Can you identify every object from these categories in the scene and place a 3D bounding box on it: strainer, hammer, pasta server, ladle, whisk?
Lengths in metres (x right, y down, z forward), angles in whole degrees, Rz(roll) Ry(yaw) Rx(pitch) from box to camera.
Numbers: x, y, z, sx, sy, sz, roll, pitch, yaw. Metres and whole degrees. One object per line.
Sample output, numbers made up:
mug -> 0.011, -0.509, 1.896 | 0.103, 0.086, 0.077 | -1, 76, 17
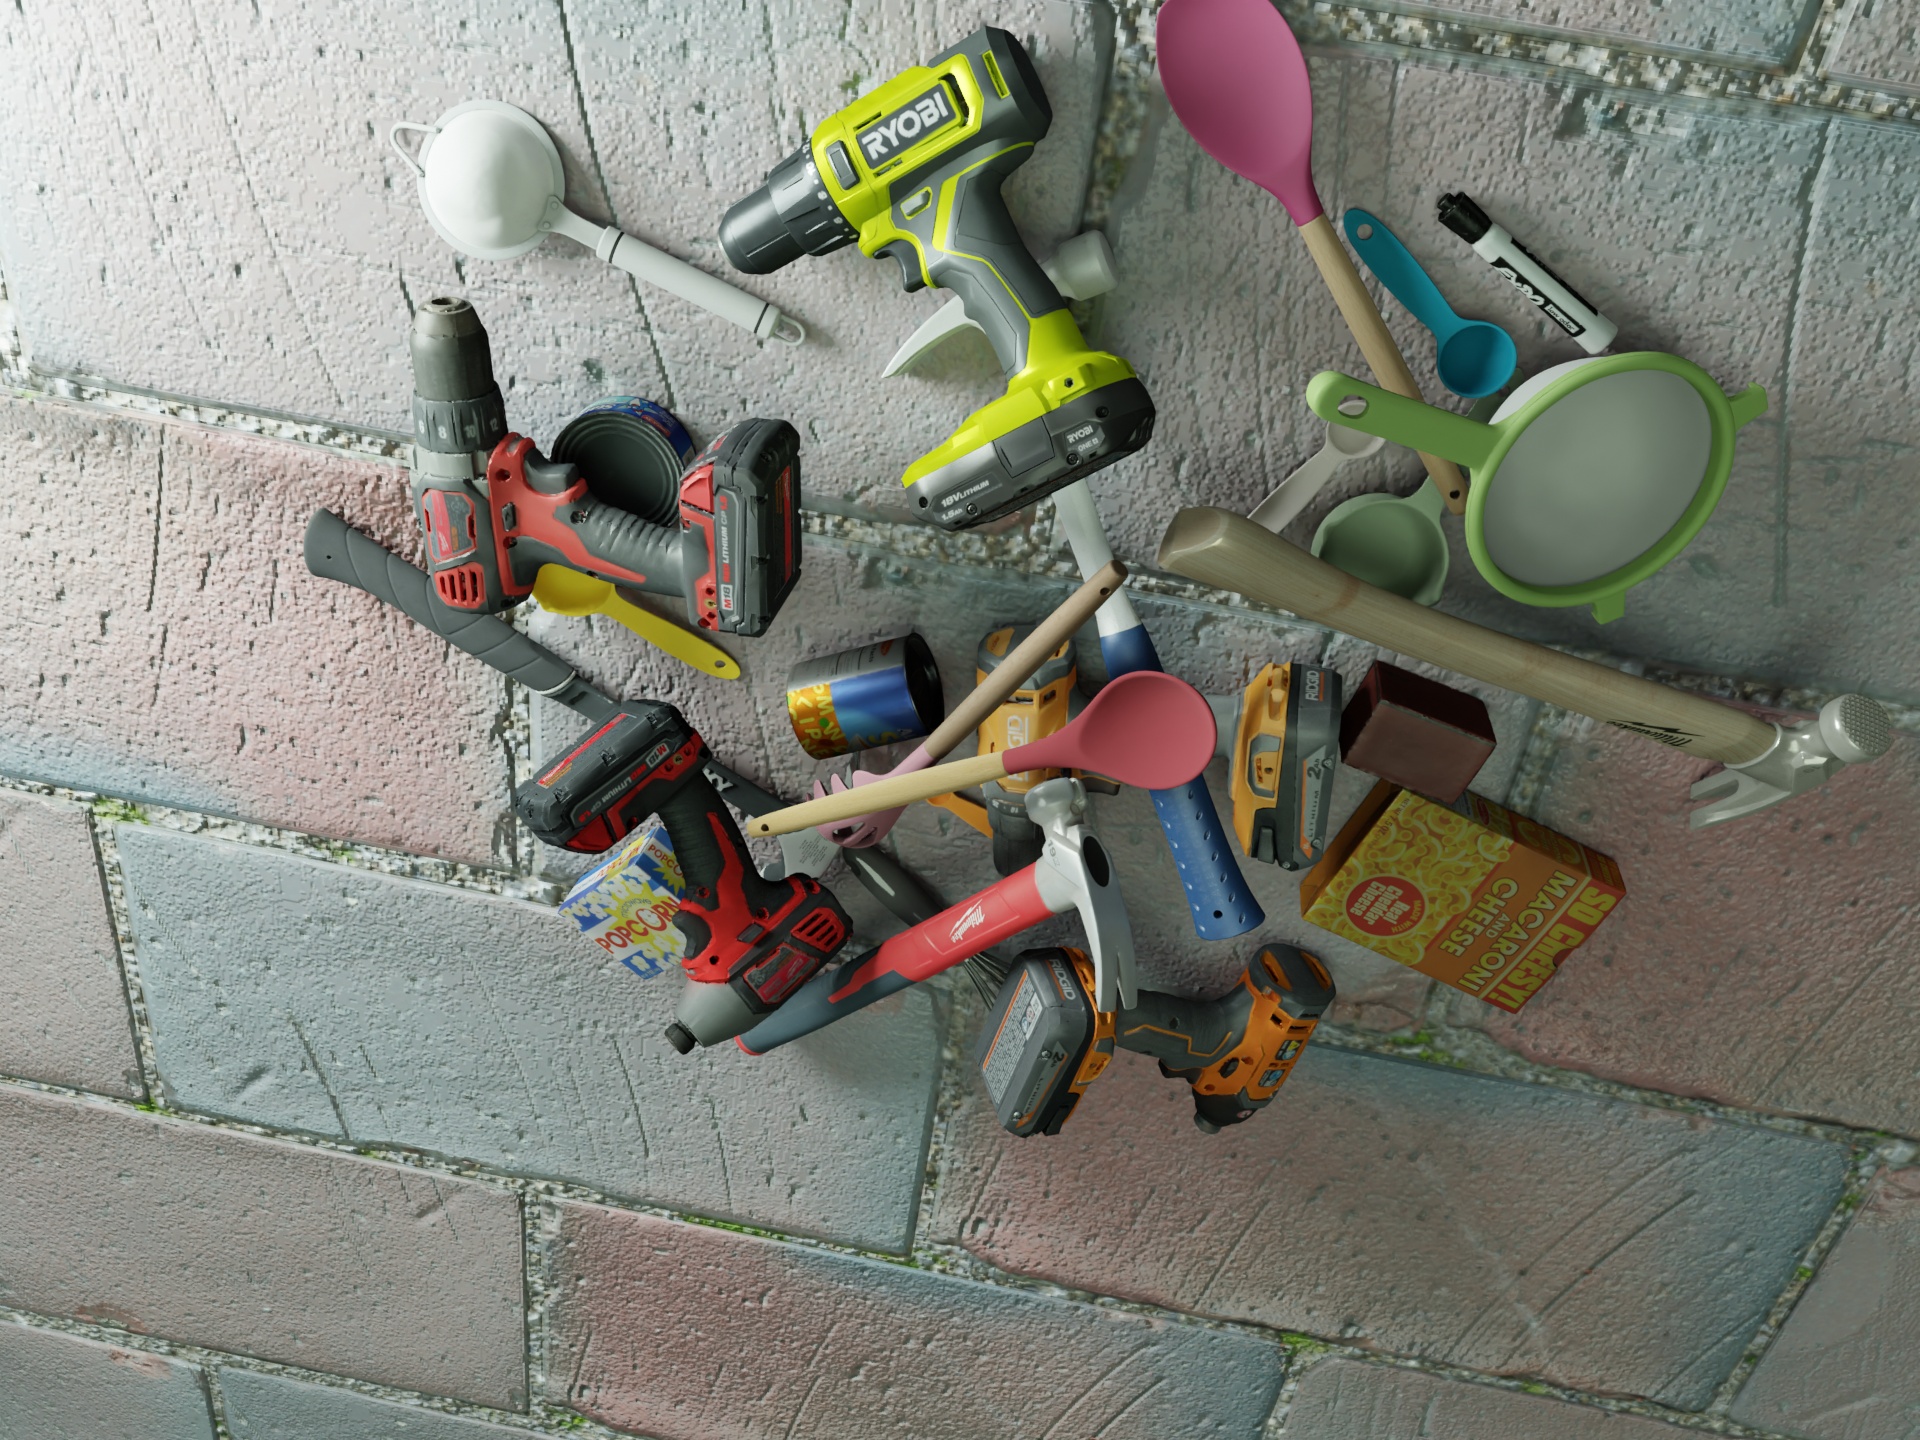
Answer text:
strainer -> 0.287, -0.152, 0.851 | 0.256, 0.069, 0.151 | 13, 122, -20
hammer -> 0.303, -0.031, 0.907 | 0.410, 0.038, 0.146 | 19, 154, -9
hammer -> -0.034, 0.176, 1.069 | 0.038, 0.143, 0.386 | 3, 154, -41
pasta server -> -0.002, -0.003, 0.955 | 0.060, 0.040, 0.316 | 20, 137, -27
hammer -> -0.252, -0.018, 1.066 | 0.408, 0.036, 0.149 | 33, 119, -11
hammer -> 0.084, -0.061, 0.920 | 0.144, 0.035, 0.405 | -18, 99, 21
ladle -> 0.005, 0.033, 0.942 | 0.315, 0.031, 0.069 | -15, 96, 25
strainer -> -0.206, -0.274, 0.901 | 0.258, 0.050, 0.087 | 24, 107, -10
whisk -> 0.004, 0.166, 1.131 | 0.239, 0.055, 0.055 | 44, 118, -12

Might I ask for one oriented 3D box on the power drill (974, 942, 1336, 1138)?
power drill -> 0.131, 0.229, 1.094 | 0.226, 0.084, 0.164 | 4, 126, -24

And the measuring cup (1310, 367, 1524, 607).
measuring cup -> 0.266, -0.132, 0.918 | 0.083, 0.038, 0.167 | 30, 105, -10

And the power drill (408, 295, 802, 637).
power drill -> -0.211, -0.143, 0.920 | 0.227, 0.080, 0.187 | 8, 122, 8

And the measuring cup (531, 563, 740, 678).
measuring cup -> -0.209, -0.074, 1.037 | 0.156, 0.029, 0.062 | 31, 122, -24

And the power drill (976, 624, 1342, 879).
power drill -> 0.119, 0.038, 1.016 | 0.226, 0.084, 0.185 | 6, 122, 11

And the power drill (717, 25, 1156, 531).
power drill -> -0.013, -0.221, 0.847 | 0.190, 0.080, 0.228 | -24, 91, 21

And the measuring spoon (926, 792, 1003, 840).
measuring spoon -> 0.026, 0.072, 1.092 | 0.117, 0.011, 0.021 | 30, 119, -13

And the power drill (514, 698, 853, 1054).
power drill -> -0.180, 0.105, 1.030 | 0.143, 0.079, 0.219 | -42, 112, -18

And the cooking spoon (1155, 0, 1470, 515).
cooking spoon -> 0.199, -0.245, 0.850 | 0.069, 0.017, 0.318 | -27, 107, 20

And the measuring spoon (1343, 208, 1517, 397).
measuring spoon -> 0.254, -0.231, 0.869 | 0.128, 0.021, 0.042 | 46, 118, -8

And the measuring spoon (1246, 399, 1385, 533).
measuring spoon -> 0.201, -0.142, 0.932 | 0.034, 0.018, 0.124 | 34, 127, -12
